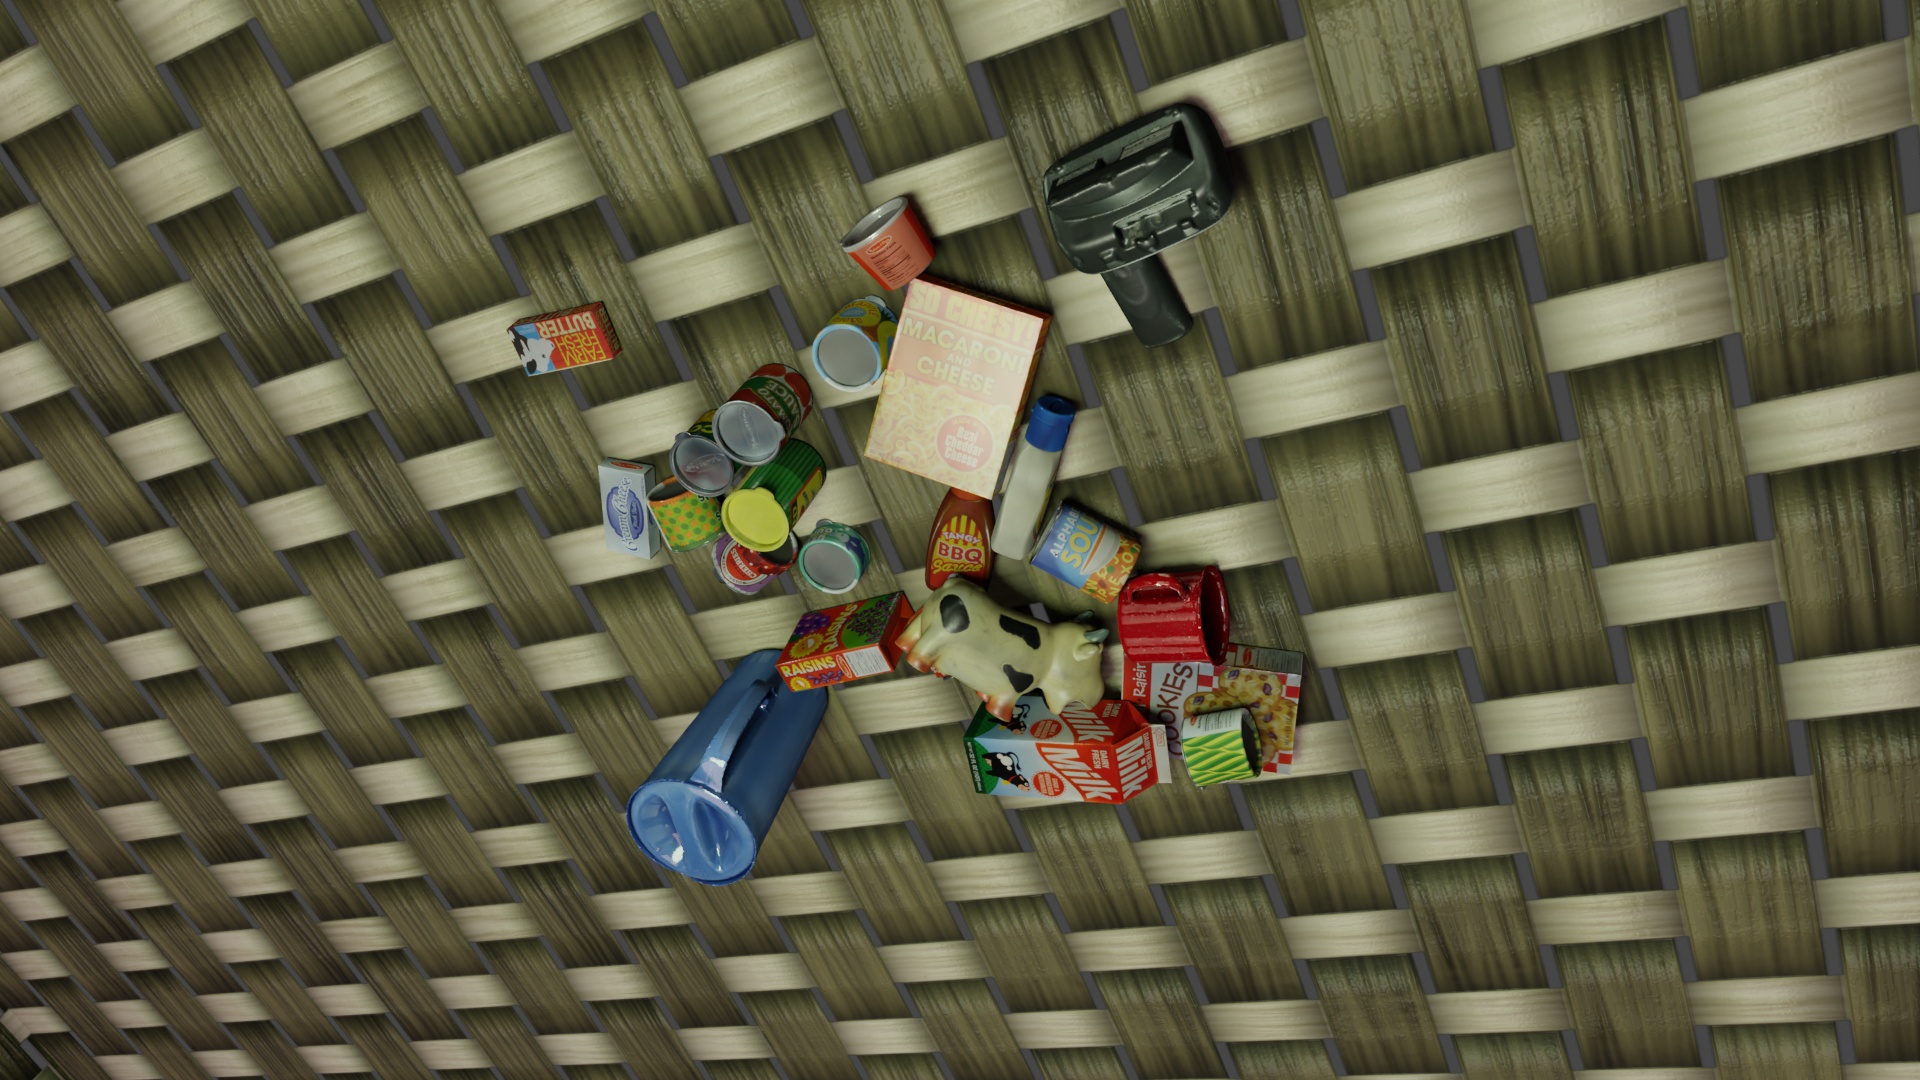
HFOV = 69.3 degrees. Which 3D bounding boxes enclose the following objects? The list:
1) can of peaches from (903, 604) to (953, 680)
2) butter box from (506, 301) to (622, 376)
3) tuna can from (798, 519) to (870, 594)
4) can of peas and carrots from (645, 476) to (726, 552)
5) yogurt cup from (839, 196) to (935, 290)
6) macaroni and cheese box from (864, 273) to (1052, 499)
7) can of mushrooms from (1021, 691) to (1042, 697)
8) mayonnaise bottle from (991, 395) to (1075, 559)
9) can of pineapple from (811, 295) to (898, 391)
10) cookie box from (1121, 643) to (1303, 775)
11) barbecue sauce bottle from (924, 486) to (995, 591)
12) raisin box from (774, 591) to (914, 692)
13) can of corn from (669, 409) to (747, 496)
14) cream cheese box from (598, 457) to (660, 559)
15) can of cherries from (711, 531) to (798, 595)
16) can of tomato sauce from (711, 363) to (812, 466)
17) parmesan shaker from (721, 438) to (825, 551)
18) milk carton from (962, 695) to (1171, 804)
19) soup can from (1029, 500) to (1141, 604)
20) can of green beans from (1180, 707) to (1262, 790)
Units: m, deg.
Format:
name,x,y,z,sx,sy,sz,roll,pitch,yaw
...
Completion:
name,x,y,z,sx,sy,sz,roll,pitch,yaw
can of peaches,-0.015,0.094,1.364,0.071,0.071,0.058,-27,109,30
butter box,-0.379,-0.193,1.333,0.103,0.024,0.053,-8,119,23
tuna can,-0.126,0.016,1.376,0.071,0.033,0.070,8,124,13
can of peas and carrots,-0.267,-0.030,1.374,0.071,0.071,0.058,-10,117,24
yogurt cup,-0.057,-0.248,1.168,0.072,0.073,0.054,-25,119,30
macaroni and cheese box,-0.003,-0.135,1.210,0.124,0.040,0.165,20,110,9
can of mushrooms,0.064,0.187,1.420,0.071,0.034,0.070,9,124,13
mayonnaise bottle,0.066,-0.057,1.249,0.041,0.065,0.147,21,122,6
can of pineapple,-0.091,-0.174,1.228,0.071,0.058,0.070,9,123,13
cookie box,0.239,0.156,1.339,0.167,0.040,0.122,6,123,13
barbecue sauce bottle,0.005,-0.016,1.305,0.065,0.044,0.147,11,124,4
raisin box,-0.114,0.102,1.393,0.123,0.086,0.040,-14,121,25
can of corn,-0.238,-0.087,1.332,0.071,0.058,0.070,9,124,13
cream cheese box,-0.338,-0.033,1.420,0.053,0.024,0.103,12,124,13
can of cherries,-0.204,0.013,1.376,0.058,0.072,0.071,-35,106,32
can of tomato sauce,-0.179,-0.117,1.278,0.071,0.083,0.070,8,123,13
parmesan shaker,-0.173,-0.046,1.308,0.071,0.103,0.071,9,124,13
milk carton,0.107,0.201,1.343,0.190,0.074,0.072,1,121,22
soup can,0.115,0.010,1.269,0.084,0.072,0.071,27,126,0
can of green beans,0.244,0.193,1.293,0.058,0.071,0.071,-14,116,24
